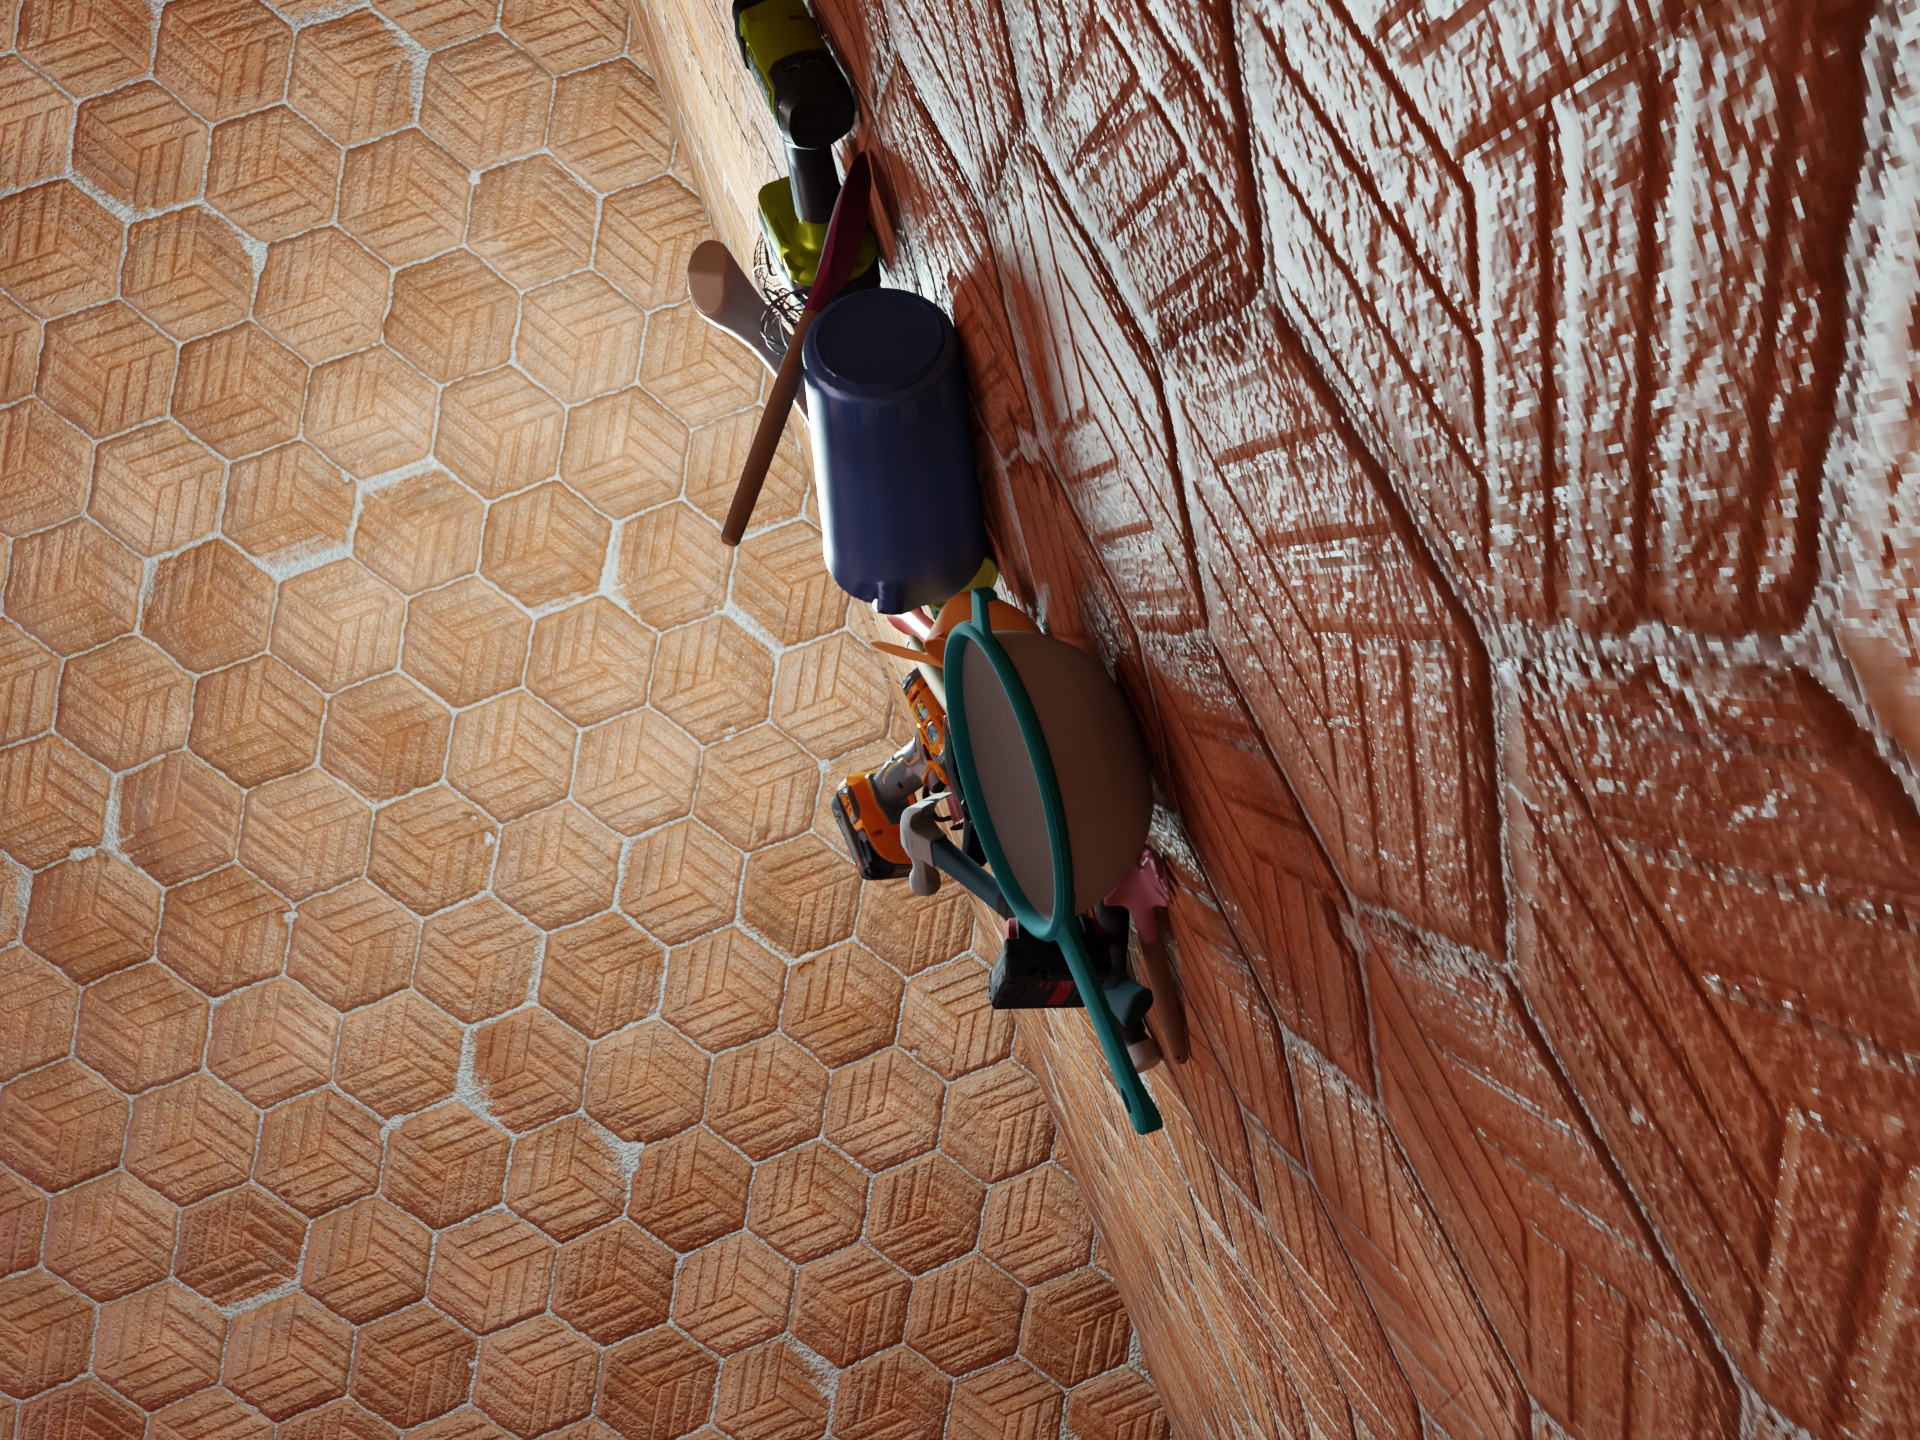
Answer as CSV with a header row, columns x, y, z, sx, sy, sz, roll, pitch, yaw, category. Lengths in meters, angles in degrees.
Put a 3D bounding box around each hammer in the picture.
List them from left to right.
x,y,z,sx,sy,sz,roll,pitch,yaw,category
-0.132,-0.291,1.315,0.410,0.038,0.146,45,-125,-73,hammer
-0.017,-0.071,1.478,0.149,0.037,0.359,52,178,-24,hammer
0.048,0.165,1.371,0.331,0.033,0.128,34,141,46,hammer
0.130,0.188,1.371,0.334,0.035,0.146,78,168,-60,hammer

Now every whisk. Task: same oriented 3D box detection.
x,y,z,sx,sy,sz,roll,pitch,yaw,category
-0.088,-0.287,1.263,0.059,0.058,0.246,53,-167,20,whisk

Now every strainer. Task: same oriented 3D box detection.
x,y,z,sx,sy,sz,roll,pitch,yaw,category
0.087,0.084,1.003,0.211,0.095,0.341,104,147,-65,strainer

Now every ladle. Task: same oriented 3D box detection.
x,y,z,sx,sy,sz,roll,pitch,yaw,category
-0.002,-0.004,1.263,0.069,0.031,0.316,-68,24,19,ladle

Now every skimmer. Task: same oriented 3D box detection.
x,y,z,sx,sy,sz,roll,pitch,yaw,category
-0.126,-0.436,1.527,0.363,0.090,0.127,29,137,66,skimmer

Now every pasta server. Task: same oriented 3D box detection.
x,y,z,sx,sy,sz,roll,pitch,yaw,category
0.144,0.182,1.192,0.315,0.060,0.040,71,-155,-47,pasta server

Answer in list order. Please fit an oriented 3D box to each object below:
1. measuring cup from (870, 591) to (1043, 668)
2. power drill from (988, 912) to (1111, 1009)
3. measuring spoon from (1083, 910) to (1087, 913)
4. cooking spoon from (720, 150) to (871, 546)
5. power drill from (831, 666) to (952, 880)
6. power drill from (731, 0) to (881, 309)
x,y,z,sx,sy,sz,roll,pitch,yaw,category
-0.006,-0.068,1.255,0.174,0.052,0.095,14,162,48,measuring cup
0.063,0.094,1.224,0.187,0.080,0.227,104,164,-64,power drill
0.122,0.182,1.549,0.034,0.018,0.124,35,146,40,measuring spoon
-0.114,-0.267,1.131,0.068,0.017,0.319,72,-147,-70,cooking spoon
-0.039,0.069,1.624,0.226,0.084,0.164,-55,50,39,power drill
-0.124,-0.449,1.238,0.223,0.080,0.171,85,164,-58,power drill
